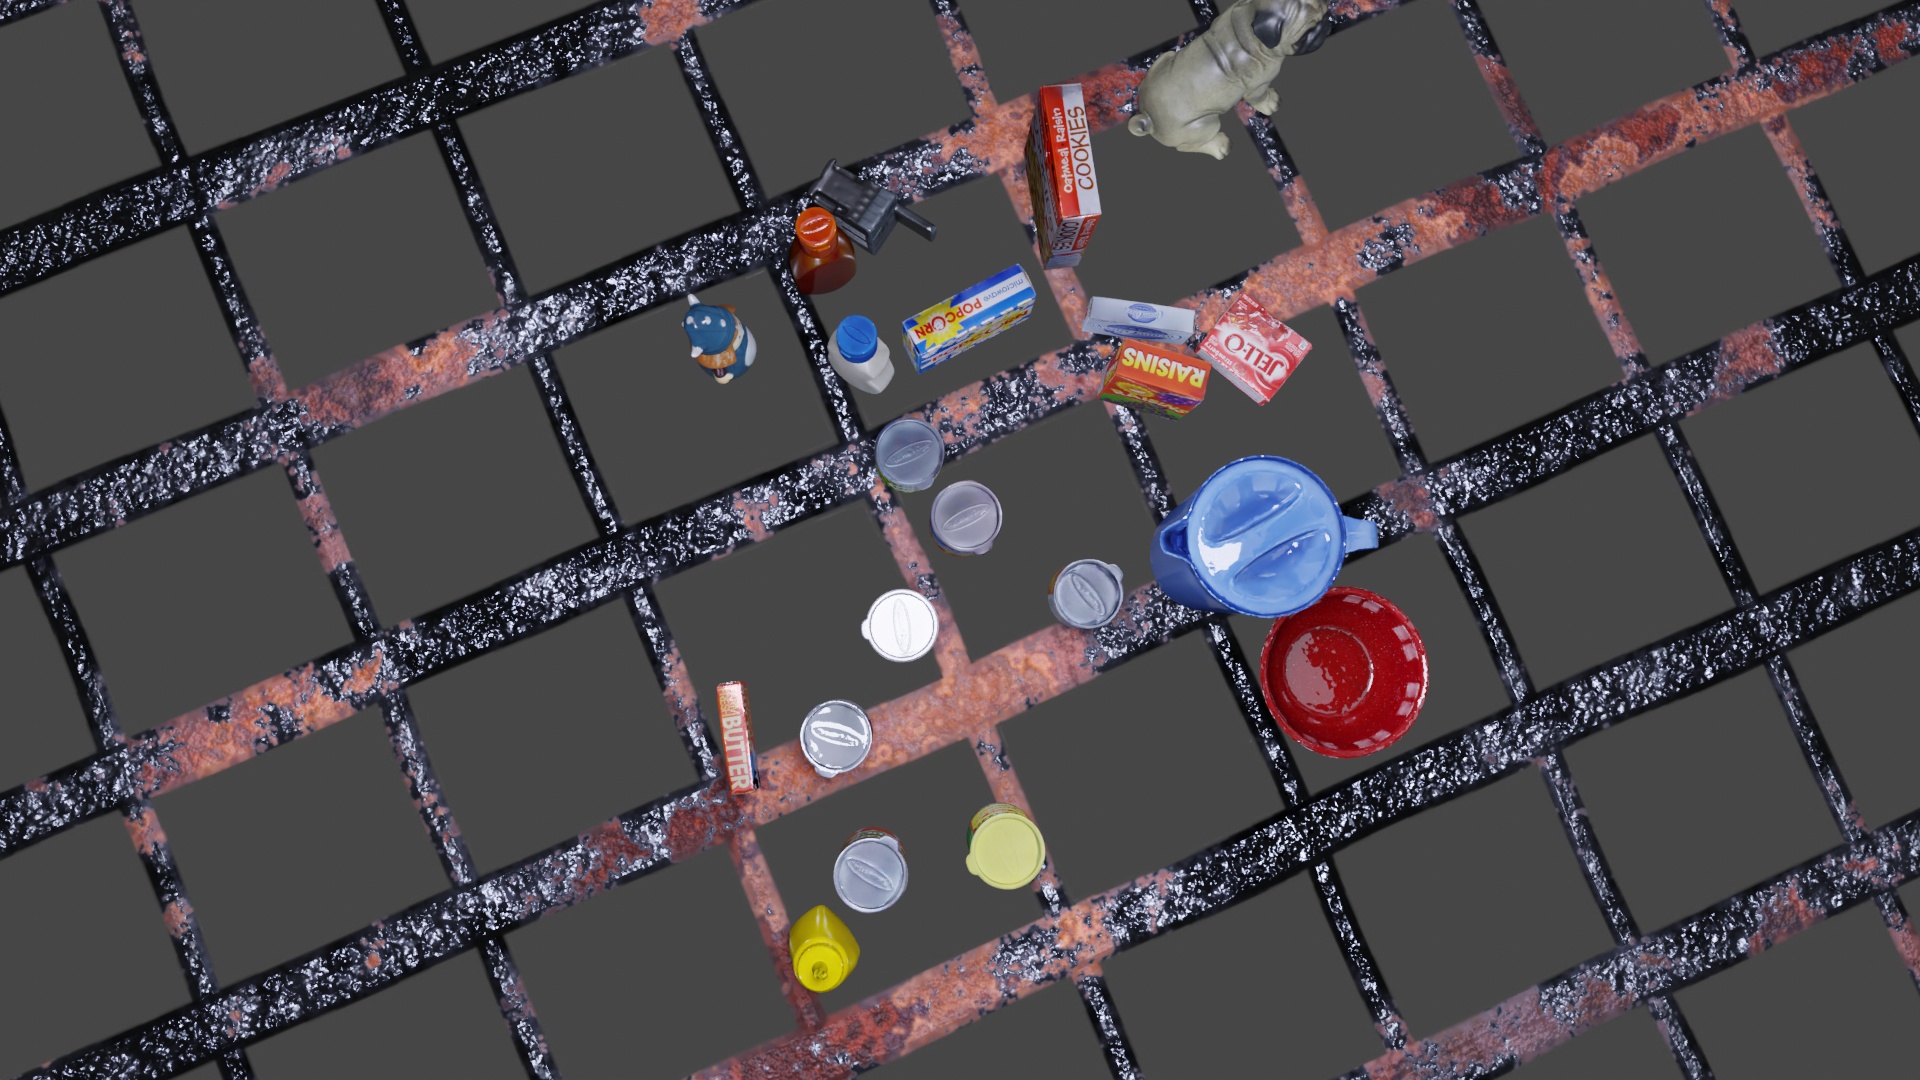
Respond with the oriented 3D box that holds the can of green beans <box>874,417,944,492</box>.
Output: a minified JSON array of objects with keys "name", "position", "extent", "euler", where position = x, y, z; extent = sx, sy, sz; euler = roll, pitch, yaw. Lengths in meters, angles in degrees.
[{"name":"can of green beans","position":[-0.049,-0.081,1.328],"extent":[0.071,0.058,0.071],"euler":[0,85,-3]}]

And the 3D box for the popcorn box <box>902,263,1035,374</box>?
[{"name":"popcorn box","position":[0.007,-0.211,1.329],"extent":[0.127,0.085,0.038],"euler":[-28,87,-5]}]

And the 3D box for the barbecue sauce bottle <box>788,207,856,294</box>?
[{"name":"barbecue sauce bottle","position":[-0.131,-0.270,1.296],"extent":[0.065,0.148,0.043],"euler":[-21,87,-4]}]

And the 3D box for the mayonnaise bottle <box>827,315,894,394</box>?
[{"name":"mayonnaise bottle","position":[-0.094,-0.174,1.289],"extent":[0.065,0.148,0.041],"euler":[33,85,0]}]

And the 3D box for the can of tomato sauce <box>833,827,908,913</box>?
[{"name":"can of tomato sauce","position":[-0.081,0.300,1.279],"extent":[0.071,0.083,0.071],"euler":[0,85,-3]}]

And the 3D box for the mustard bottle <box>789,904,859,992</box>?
[{"name":"mustard bottle","position":[-0.123,0.368,1.232],"extent":[0.049,0.160,0.065],"euler":[-41,88,-5]}]

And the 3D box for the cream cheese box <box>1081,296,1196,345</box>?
[{"name":"cream cheese box","position":[0.173,-0.214,1.353],"extent":[0.104,0.053,0.024],"euler":[8,85,-2]}]

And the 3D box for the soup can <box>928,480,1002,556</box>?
[{"name":"soup can","position":[0.005,-0.016,1.312],"extent":[0.071,0.083,0.071],"euler":[0,85,-3]}]

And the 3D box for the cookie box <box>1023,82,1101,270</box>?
[{"name":"cookie box","position":[0.093,-0.337,1.303],"extent":[0.040,0.167,0.123],"euler":[-9,86,-3]}]

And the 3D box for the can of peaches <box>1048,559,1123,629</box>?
[{"name":"can of peaches","position":[0.120,0.051,1.324],"extent":[0.071,0.058,0.071],"euler":[0,85,-3]}]

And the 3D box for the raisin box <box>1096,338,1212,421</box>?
[{"name":"raisin box","position":[0.181,-0.150,1.313],"extent":[0.086,0.123,0.040],"euler":[17,85,-1]}]

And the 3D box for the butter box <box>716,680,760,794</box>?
[{"name":"butter box","position":[-0.208,0.183,1.299],"extent":[0.024,0.053,0.103],"euler":[-8,85,-3]}]

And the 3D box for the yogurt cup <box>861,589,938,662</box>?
[{"name":"yogurt cup","position":[-0.055,0.081,1.315],"extent":[0.072,0.054,0.072],"euler":[0,85,-3]}]

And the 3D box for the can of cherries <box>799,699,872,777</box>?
[{"name":"can of cherries","position":[-0.117,0.184,1.301],"extent":[0.071,0.058,0.071],"euler":[0,85,-3]}]

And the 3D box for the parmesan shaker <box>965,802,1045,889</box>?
[{"name":"parmesan shaker","position":[0.037,0.279,1.277],"extent":[0.071,0.103,0.071],"euler":[0,85,-3]}]
